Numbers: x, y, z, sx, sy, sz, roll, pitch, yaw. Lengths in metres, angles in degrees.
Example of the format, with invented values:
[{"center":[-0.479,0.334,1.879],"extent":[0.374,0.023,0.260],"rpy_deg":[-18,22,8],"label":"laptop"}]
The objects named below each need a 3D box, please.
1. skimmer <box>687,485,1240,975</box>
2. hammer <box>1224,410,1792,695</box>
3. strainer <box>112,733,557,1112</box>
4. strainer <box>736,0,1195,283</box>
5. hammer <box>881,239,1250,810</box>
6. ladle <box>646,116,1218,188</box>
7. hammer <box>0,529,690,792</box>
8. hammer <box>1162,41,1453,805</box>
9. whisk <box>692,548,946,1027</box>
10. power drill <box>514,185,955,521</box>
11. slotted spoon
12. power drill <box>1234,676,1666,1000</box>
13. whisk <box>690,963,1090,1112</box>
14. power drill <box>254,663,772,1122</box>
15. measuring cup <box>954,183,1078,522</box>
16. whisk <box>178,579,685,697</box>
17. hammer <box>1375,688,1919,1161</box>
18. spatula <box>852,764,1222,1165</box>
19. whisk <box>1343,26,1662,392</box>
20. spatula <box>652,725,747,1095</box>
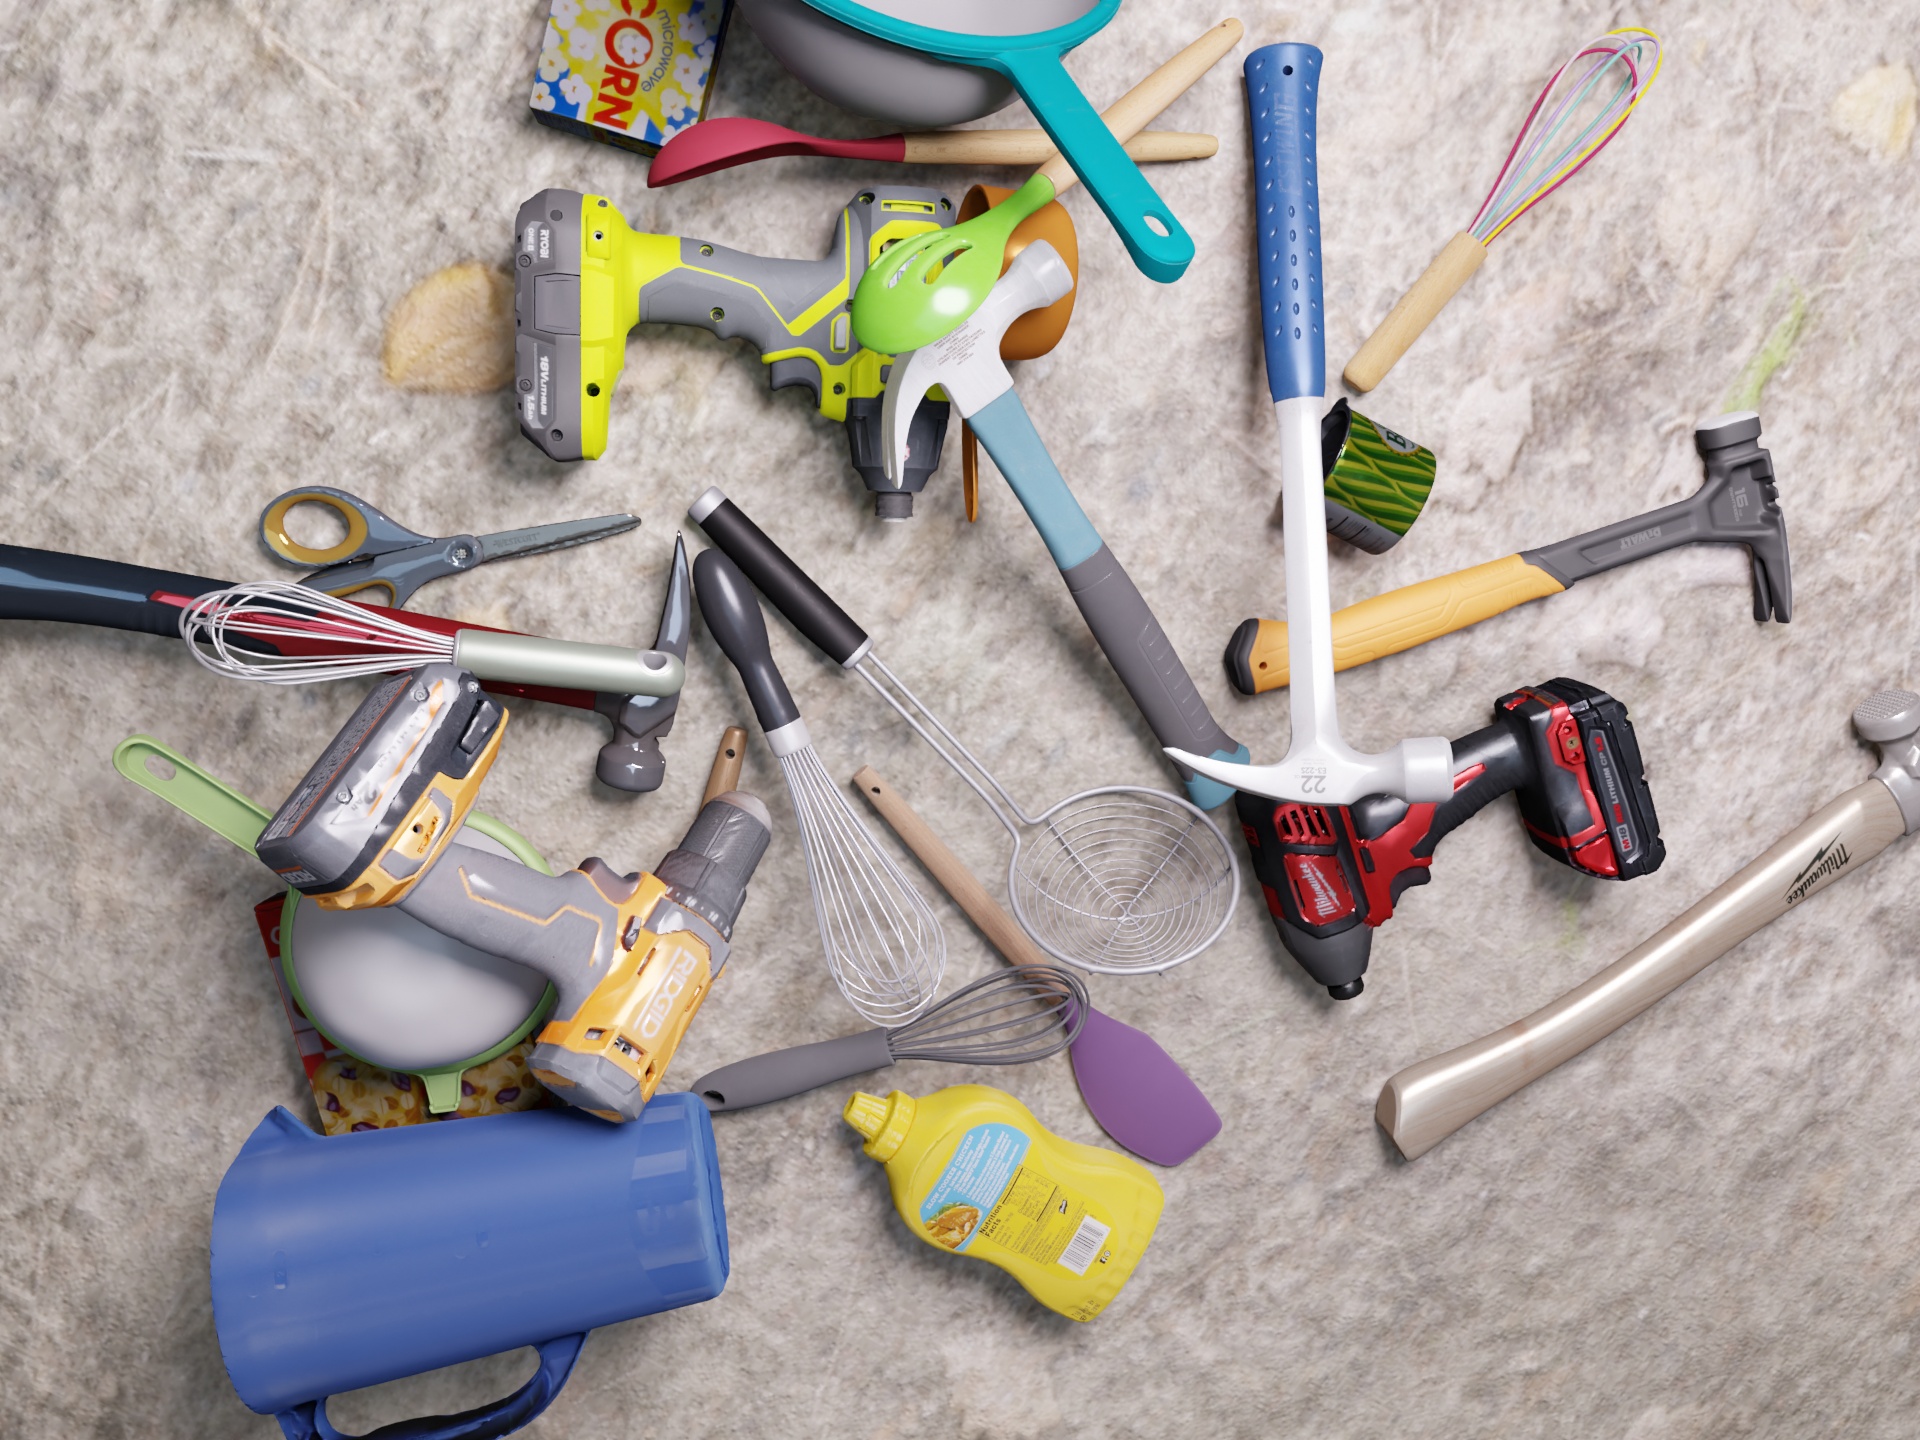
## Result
[{"center":[-0.001,-0.003,0.869],"extent":[0.363,0.090,0.127],"rpy_deg":[45,60,-9],"label":"skimmer"},{"center":[0.318,-0.072,0.924],"extent":[0.337,0.034,0.127],"rpy_deg":[-17,100,-4],"label":"hammer"},{"center":[-0.322,0.091,0.812],"extent":[0.256,0.069,0.151],"rpy_deg":[37,93,-14],"label":"strainer"},{"center":[0.000,-0.311,0.761],"extent":[0.211,0.095,0.341],"rpy_deg":[-20,68,-29],"label":"strainer"},{"center":[0.071,-0.079,0.847],"extent":[0.128,0.033,0.330],"rpy_deg":[-34,118,1],"label":"hammer"},{"center":[-0.006,-0.294,0.819],"extent":[0.315,0.069,0.031],"rpy_deg":[-8,104,-21],"label":"ladle"},{"center":[-0.336,-0.063,0.828],"extent":[0.386,0.038,0.143],"rpy_deg":[10,103,-12],"label":"hammer"},{"center":[0.172,-0.157,0.836],"extent":[0.144,0.035,0.405],"rpy_deg":[-3,83,11],"label":"hammer"},{"center":[-0.082,0.039,0.868],"extent":[0.070,0.070,0.284],"rpy_deg":[-24,99,-2],"label":"whisk"},{"center":[-0.115,-0.193,0.832],"extent":[0.223,0.080,0.171],"rpy_deg":[0,98,-10],"label":"power drill"},{"center":[0.054,-0.278,0.791],"extent":[0.314,0.070,0.031],"rpy_deg":[-46,142,-29],"label":"slotted spoon"},{"center":[0.280,0.069,0.923],"extent":[0.219,0.078,0.143],"rpy_deg":[-19,101,0],"label":"power drill"},{"center":[-0.041,0.189,0.913],"extent":[0.239,0.055,0.055],"rpy_deg":[-15,101,5],"label":"whisk"},{"center":[-0.203,0.066,0.795],"extent":[0.226,0.084,0.185],"rpy_deg":[44,57,-27],"label":"power drill"},{"center":[0.028,-0.192,0.841],"extent":[0.052,0.095,0.173],"rpy_deg":[-2,98,-16],"label":"measuring cup"},{"center":[-0.264,-0.034,0.808],"extent":[0.246,0.058,0.059],"rpy_deg":[6,137,-14],"label":"whisk"},{"center":[0.440,0.152,0.974],"extent":[0.410,0.038,0.146],"rpy_deg":[-34,103,0],"label":"hammer"},{"center":[0.042,0.147,0.935],"extent":[0.060,0.018,0.315],"rpy_deg":[-39,102,5],"label":"spatula"},{"center":[0.298,-0.285,0.888],"extent":[0.047,0.051,0.245],"rpy_deg":[41,97,10],"label":"whisk"},{"center":[-0.166,0.157,0.899],"extent":[0.082,0.044,0.317],"rpy_deg":[15,96,-6],"label":"spatula"}]
